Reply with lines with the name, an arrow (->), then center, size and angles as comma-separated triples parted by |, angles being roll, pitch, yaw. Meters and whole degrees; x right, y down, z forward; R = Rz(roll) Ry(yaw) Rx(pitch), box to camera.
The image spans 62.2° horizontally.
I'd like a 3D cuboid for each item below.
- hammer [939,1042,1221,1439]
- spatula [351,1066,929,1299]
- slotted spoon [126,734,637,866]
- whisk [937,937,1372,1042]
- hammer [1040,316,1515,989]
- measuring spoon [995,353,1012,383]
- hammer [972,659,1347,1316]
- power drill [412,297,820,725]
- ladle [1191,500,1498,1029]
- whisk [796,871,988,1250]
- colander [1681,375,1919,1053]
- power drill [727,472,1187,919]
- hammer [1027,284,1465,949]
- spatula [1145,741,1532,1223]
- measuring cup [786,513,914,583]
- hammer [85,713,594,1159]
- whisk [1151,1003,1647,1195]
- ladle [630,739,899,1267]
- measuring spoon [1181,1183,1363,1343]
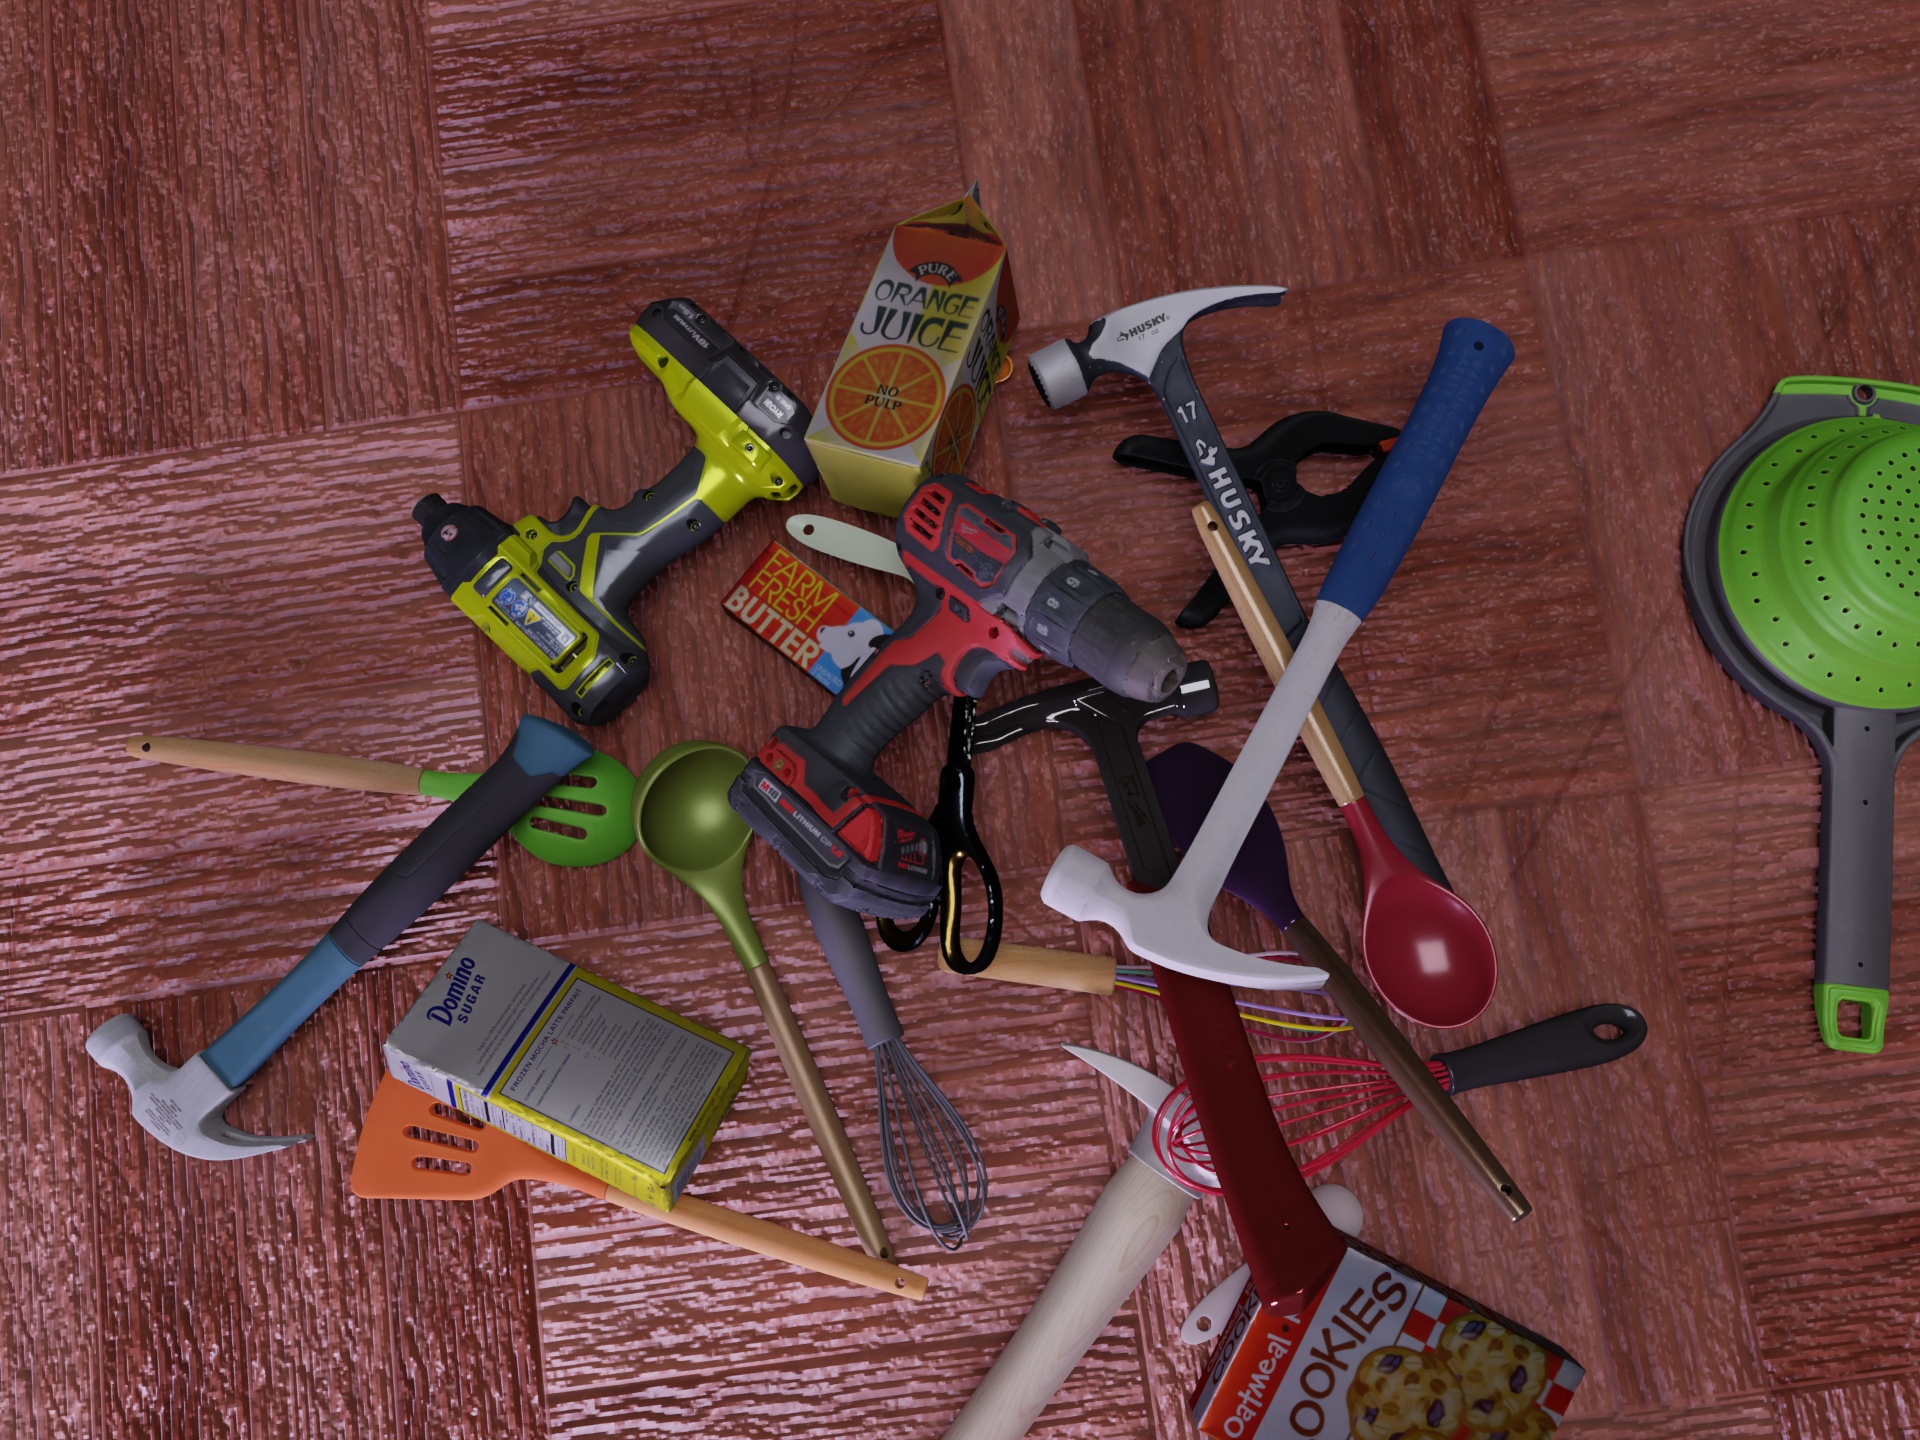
hammer -> 0.010, 0.375, 0.860 | 0.146, 0.038, 0.410 | 34, 83, 9
spatula -> -0.174, 0.266, 0.878 | 0.322, 0.041, 0.081 | 15, 80, 8
slotted spoon -> -0.342, 0.035, 0.937 | 0.314, 0.031, 0.070 | 7, 83, 5
whisk -> 0.109, 0.146, 0.898 | 0.245, 0.051, 0.047 | 6, 60, 7
hammer -> 0.201, -0.045, 0.842 | 0.144, 0.035, 0.405 | 27, 73, 13
measuring spoon -> -0.010, -0.179, 0.972 | 0.021, 0.011, 0.117 | 42, 88, 9
hammer -> 0.107, 0.127, 0.828 | 0.149, 0.036, 0.359 | -15, 56, 1
power drill -> -0.201, -0.131, 0.937 | 0.171, 0.080, 0.223 | 43, 87, 8
ladle -> 0.202, 0.021, 0.872 | 0.069, 0.031, 0.315 | -26, 87, -2
whisk -> -0.044, 0.179, 0.891 | 0.055, 0.055, 0.239 | -23, 76, -2
colander -> 0.516, -0.017, 0.879 | 0.204, 0.094, 0.397 | 7, 80, 3
power drill -> -0.001, -0.003, 0.849 | 0.188, 0.080, 0.226 | 38, 98, 33
hammer -> 0.191, -0.056, 0.903 | 0.149, 0.036, 0.409 | -26, 88, 2
spatula -> 0.197, 0.129, 0.852 | 0.060, 0.018, 0.316 | -29, 58, -9
measuring cup -> -0.025, -0.086, 0.944 | 0.167, 0.038, 0.083 | 21, 81, 13
hammer -> -0.339, 0.118, 0.902 | 0.331, 0.033, 0.128 | -44, 83, 2
whisk -> 0.241, 0.194, 0.854 | 0.295, 0.073, 0.073 | -10, 80, -14
ladle -> -0.100, 0.161, 0.892 | 0.078, 0.062, 0.320 | -21, 82, -27
measuring spoon -> 0.171, 0.302, 0.875 | 0.124, 0.018, 0.034 | -39, 81, -4
